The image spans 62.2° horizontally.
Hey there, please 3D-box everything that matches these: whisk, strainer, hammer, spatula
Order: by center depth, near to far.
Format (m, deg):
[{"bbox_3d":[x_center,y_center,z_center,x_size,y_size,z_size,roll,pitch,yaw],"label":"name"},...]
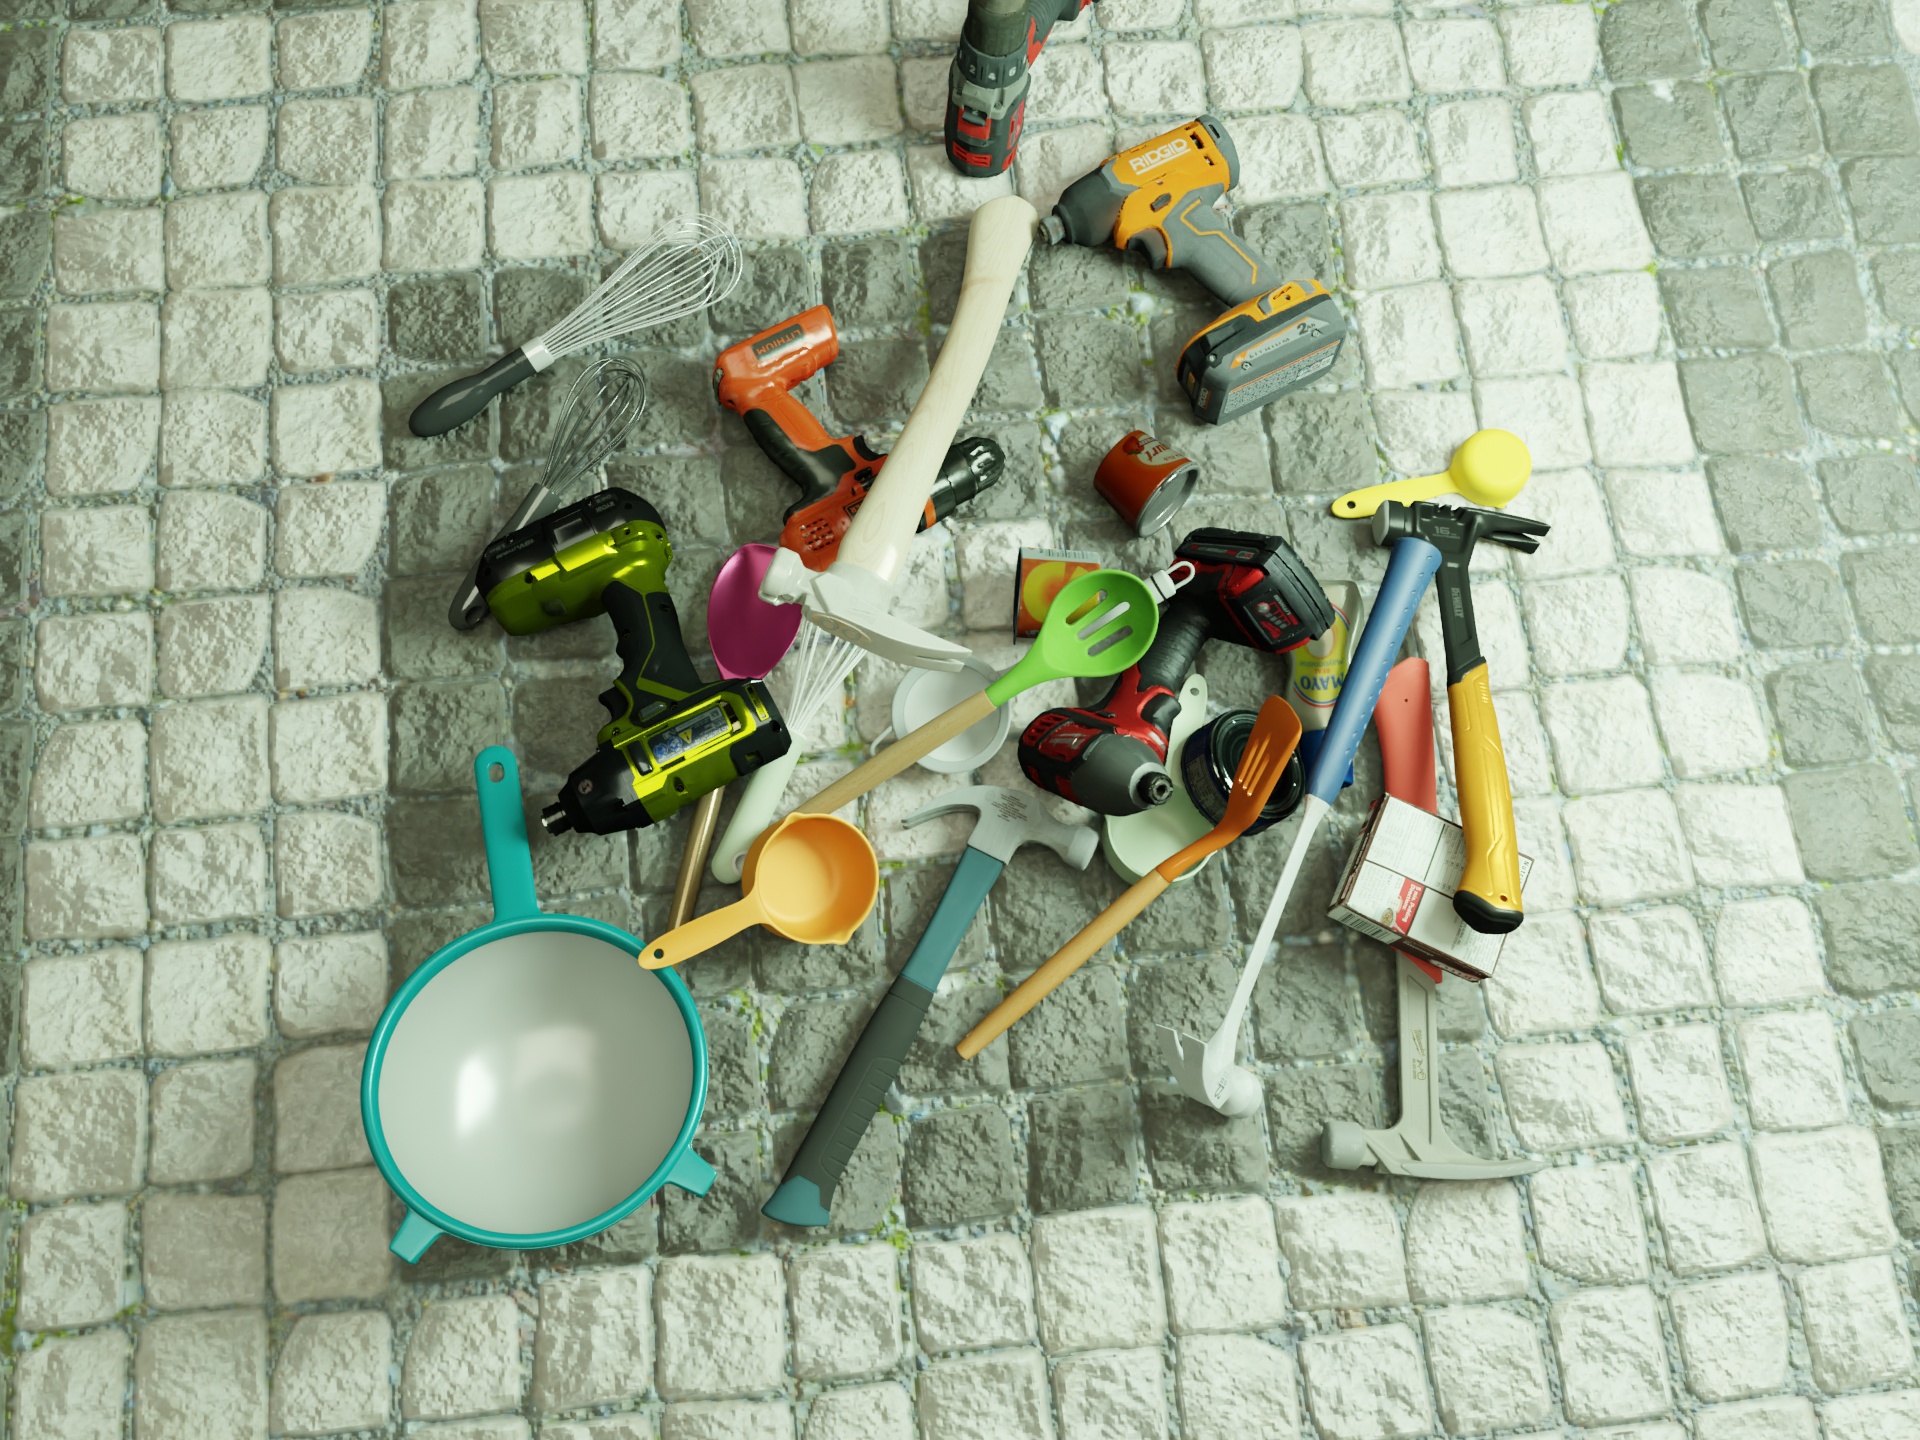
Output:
[{"bbox_3d":[-0.285,0.184,1.055,0.211,0.095,0.341,-10,63,-13],"label":"strainer"},{"bbox_3d":[0.110,0.112,1.056,0.322,0.081,0.041,-43,105,10],"label":"spatula"},{"bbox_3d":[0.233,0.062,1.057,0.035,0.144,0.405,17,77,32],"label":"hammer"},{"bbox_3d":[-0.035,0.192,1.080,0.128,0.033,0.331,27,77,10],"label":"hammer"},{"bbox_3d":[0.360,-0.010,1.100,0.127,0.034,0.337,7,59,-3],"label":"hammer"},{"bbox_3d":[0.326,0.133,1.108,0.149,0.036,0.359,3,75,-1],"label":"hammer"},{"bbox_3d":[0.052,-0.039,1.114,0.258,0.050,0.087,-31,79,12],"label":"strainer"},{"bbox_3d":[-0.118,0.002,1.128,0.059,0.057,0.246,13,73,38],"label":"whisk"},{"bbox_3d":[-0.005,-0.224,1.149,0.146,0.038,0.411,24,62,-7],"label":"hammer"},{"bbox_3d":[-0.305,-0.168,1.167,0.055,0.055,0.239,30,80,6],"label":"whisk"},{"bbox_3d":[-0.292,-0.294,1.199,0.284,0.070,0.070,-32,78,-5],"label":"whisk"}]

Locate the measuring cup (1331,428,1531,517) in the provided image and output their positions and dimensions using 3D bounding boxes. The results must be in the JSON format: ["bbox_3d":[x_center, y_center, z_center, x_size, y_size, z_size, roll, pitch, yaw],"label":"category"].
[{"bbox_3d":[0.355,-0.180,1.195,0.156,0.029,0.062,-15,76,-7],"label":"measuring cup"}]

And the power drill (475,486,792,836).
[{"bbox_3d":[-0.239,-0.036,1.097,0.171,0.080,0.223,-27,68,-8],"label":"power drill"}]

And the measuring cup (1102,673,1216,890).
[{"bbox_3d":[0.148,0.044,1.131,0.083,0.038,0.168,18,62,0],"label":"measuring cup"}]

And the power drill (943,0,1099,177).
[{"bbox_3d":[0.052,-0.552,1.210,0.080,0.187,0.227,22,71,3],"label":"power drill"}]

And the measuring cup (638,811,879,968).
[{"bbox_3d":[-0.141,0.123,1.068,0.173,0.052,0.095,-24,96,-22],"label":"measuring cup"}]

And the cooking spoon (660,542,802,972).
[{"bbox_3d":[-0.171,0.022,1.133,0.068,0.017,0.319,14,74,-7],"label":"cooking spoon"}]

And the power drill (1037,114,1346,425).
[{"bbox_3d":[0.171,-0.341,1.211,0.164,0.084,0.227,-26,73,-8],"label":"power drill"}]

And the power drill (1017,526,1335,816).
[{"bbox_3d":[0.147,-0.027,1.090,0.220,0.143,0.078,-48,118,-11],"label":"power drill"}]

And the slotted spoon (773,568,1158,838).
[{"bbox_3d":[-0.002,-0.003,1.093,0.314,0.031,0.070,-33,93,11],"label":"slotted spoon"}]
